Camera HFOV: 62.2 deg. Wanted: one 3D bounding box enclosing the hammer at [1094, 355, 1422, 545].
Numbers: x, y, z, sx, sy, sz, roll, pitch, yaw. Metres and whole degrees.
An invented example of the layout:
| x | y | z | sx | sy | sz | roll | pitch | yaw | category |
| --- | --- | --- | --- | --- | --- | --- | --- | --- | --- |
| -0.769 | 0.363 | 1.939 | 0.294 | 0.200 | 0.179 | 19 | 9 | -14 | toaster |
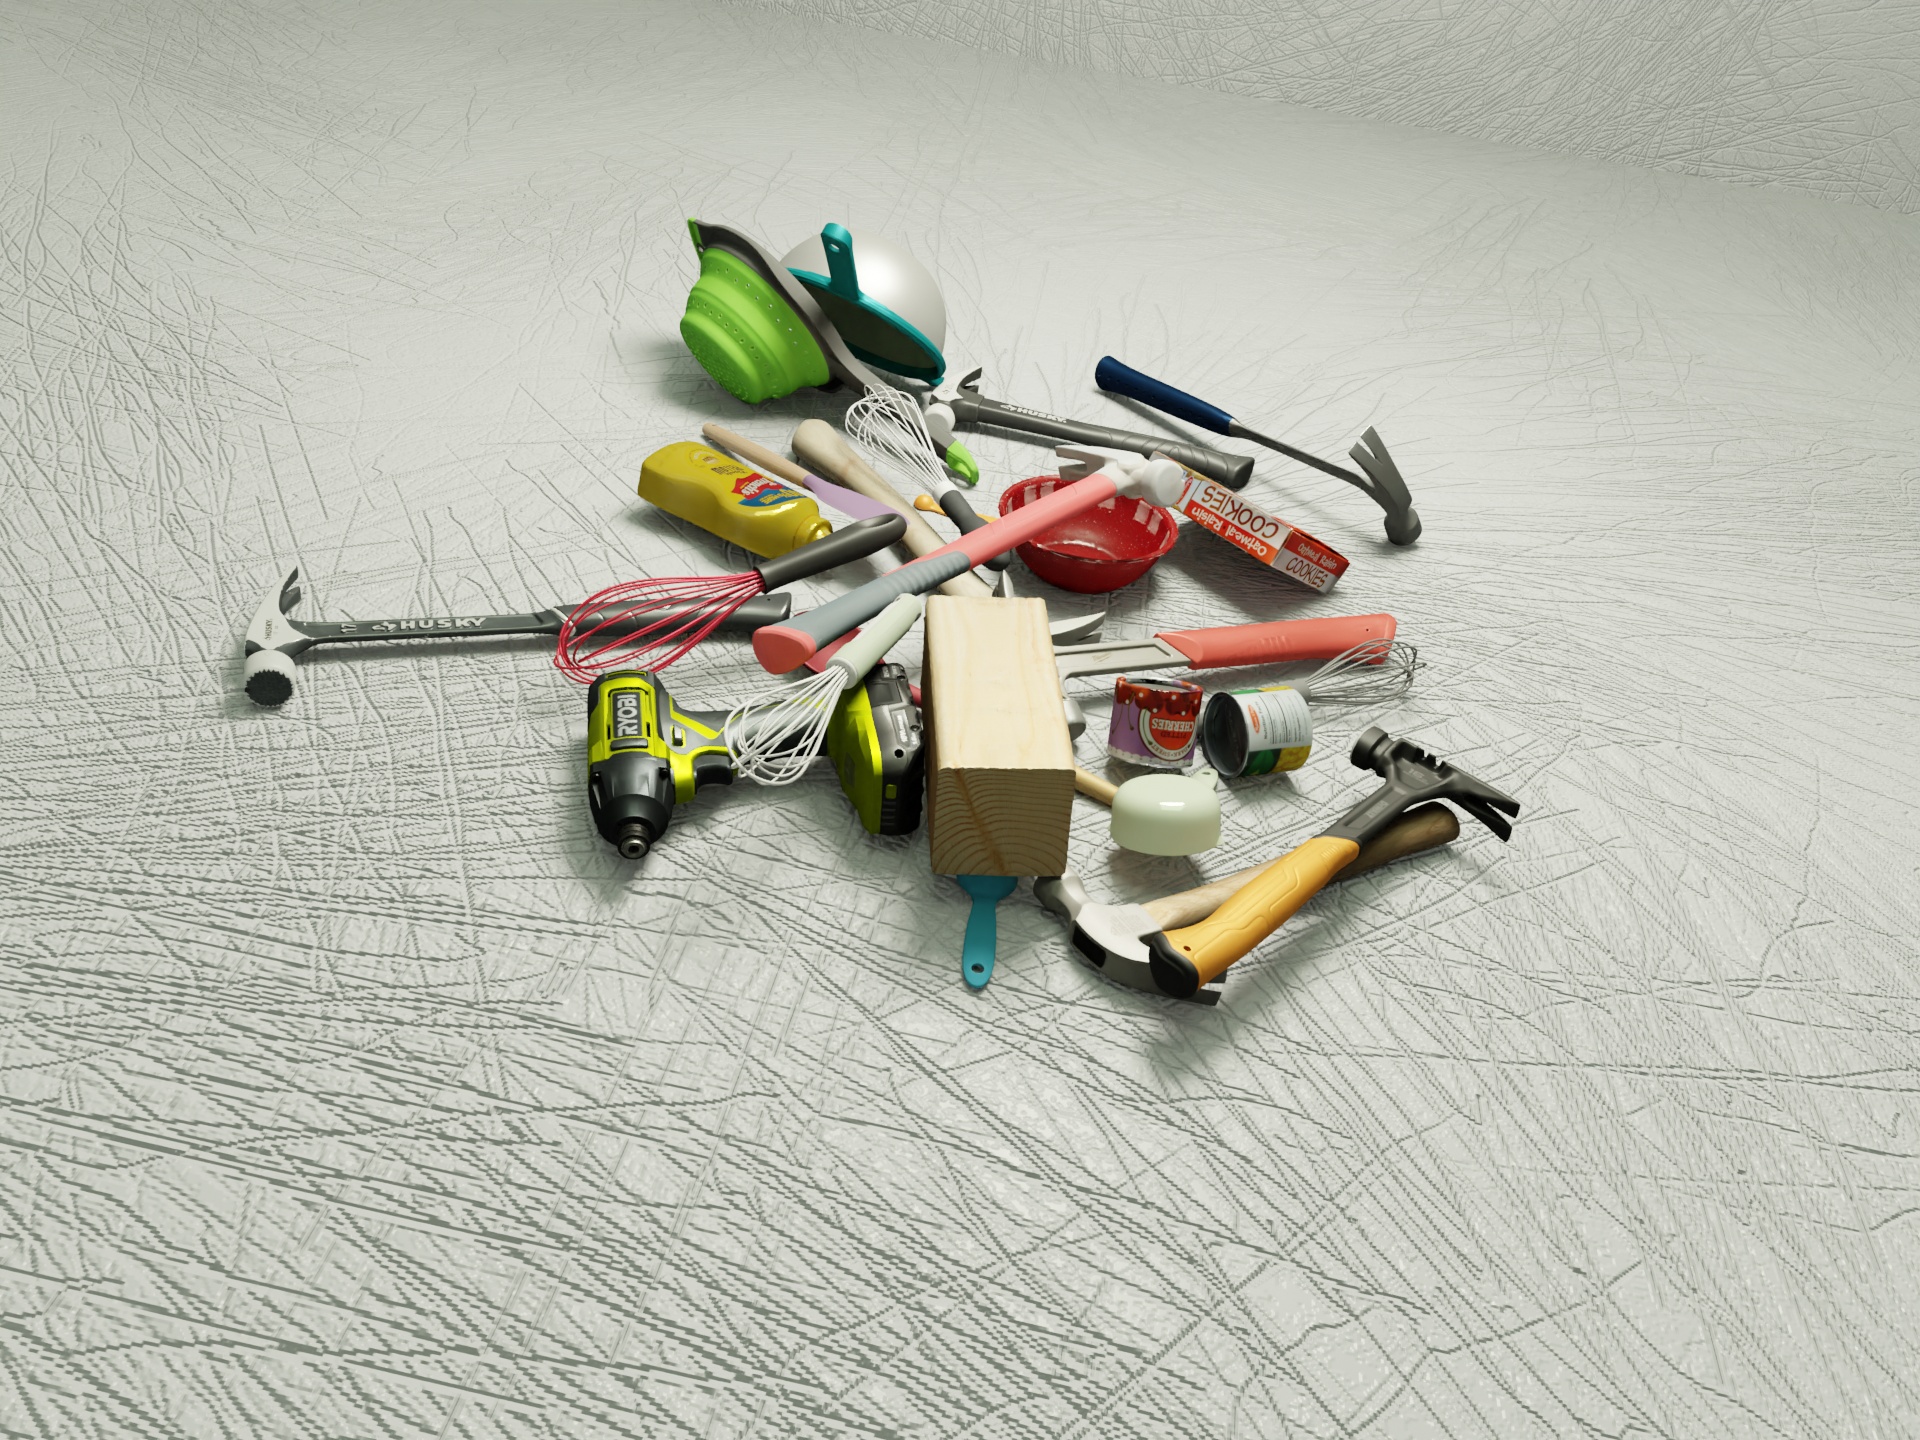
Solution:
| x | y | z | sx | sy | sz | roll | pitch | yaw | category |
| --- | --- | --- | --- | --- | --- | --- | --- | --- | --- |
| 0.287 | -0.299 | 1.621 | 0.035 | 0.143 | 0.406 | -50 | 50 | -7 | hammer |

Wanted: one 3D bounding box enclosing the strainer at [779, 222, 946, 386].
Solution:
| x | y | z | sx | sy | sz | roll | pitch | yaw | category |
| --- | --- | --- | --- | --- | --- | --- | --- | --- | --- |
| -0.094 | -0.445 | 1.563 | 0.211 | 0.095 | 0.340 | 26 | -4 | 3 | strainer |

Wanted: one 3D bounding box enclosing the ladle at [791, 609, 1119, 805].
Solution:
| x | y | z | sx | sy | sz | roll | pitch | yaw | category |
| --- | --- | --- | --- | --- | --- | --- | --- | --- | --- |
| -0.002 | -0.004 | 1.205 | 0.315 | 0.031 | 0.069 | 27 | 42 | 21 | ladle |

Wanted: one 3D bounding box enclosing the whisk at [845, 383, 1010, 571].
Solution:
| x | y | z | sx | sy | sz | roll | pitch | yaw | category |
| --- | --- | --- | --- | --- | --- | --- | --- | --- | --- |
| -0.025 | -0.218 | 1.416 | 0.070 | 0.070 | 0.285 | -11 | 44 | -26 | whisk |

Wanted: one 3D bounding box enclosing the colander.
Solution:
| x | y | z | sx | sy | sz | roll | pitch | yaw | category |
| --- | --- | --- | --- | --- | --- | --- | --- | --- | --- |
| -0.152 | -0.335 | 1.572 | 0.397 | 0.204 | 0.094 | 40 | 78 | 15 | colander |

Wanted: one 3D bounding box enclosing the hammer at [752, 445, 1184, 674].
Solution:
| x | y | z | sx | sy | sz | roll | pitch | yaw | category |
| --- | --- | --- | --- | --- | --- | --- | --- | --- | --- |
| -0.006 | -0.134 | 1.257 | 0.386 | 0.038 | 0.143 | -29 | 31 | -29 | hammer |

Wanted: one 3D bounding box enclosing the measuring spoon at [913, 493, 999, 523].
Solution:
| x | y | z | sx | sy | sz | roll | pitch | yaw | category |
| --- | --- | --- | --- | --- | --- | --- | --- | --- | --- |
| 0.012 | -0.192 | 1.481 | 0.117 | 0.011 | 0.021 | 17 | 36 | 11 | measuring spoon |

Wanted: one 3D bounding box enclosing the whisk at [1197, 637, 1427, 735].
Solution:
| x | y | z | sx | sy | sz | roll | pitch | yaw | category |
| --- | --- | --- | --- | --- | --- | --- | --- | --- | --- |
| 0.275 | -0.022 | 1.276 | 0.239 | 0.055 | 0.055 | -14 | 41 | -23 | whisk |

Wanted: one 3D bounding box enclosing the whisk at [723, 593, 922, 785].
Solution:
| x | y | z | sx | sy | sz | roll | pitch | yaw | category |
| --- | --- | --- | --- | --- | --- | --- | --- | --- | --- |
| -0.085 | -0.029 | 1.071 | 0.059 | 0.057 | 0.246 | 45 | 38 | -4 | whisk |

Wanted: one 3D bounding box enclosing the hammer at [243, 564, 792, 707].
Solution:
| x | y | z | sx | sy | sz | roll | pitch | yaw | category |
| --- | --- | --- | --- | --- | --- | --- | --- | --- | --- |
| -0.329 | -0.077 | 1.228 | 0.408 | 0.036 | 0.149 | -4 | 36 | -19 | hammer |

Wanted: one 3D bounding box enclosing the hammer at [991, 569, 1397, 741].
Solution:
| x | y | z | sx | sy | sz | roll | pitch | yaw | category |
| --- | --- | --- | --- | --- | --- | --- | --- | --- | --- |
| 0.203 | -0.067 | 1.304 | 0.359 | 0.036 | 0.149 | -7 | 59 | -25 | hammer |

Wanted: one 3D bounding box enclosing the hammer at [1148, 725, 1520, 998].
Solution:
| x | y | z | sx | sy | sz | roll | pitch | yaw | category |
| --- | --- | --- | --- | --- | --- | --- | --- | --- | --- |
| 0.242 | 0.099 | 1.056 | 0.127 | 0.034 | 0.337 | 32 | 40 | 31 | hammer |

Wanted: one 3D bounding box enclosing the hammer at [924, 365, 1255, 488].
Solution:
| x | y | z | sx | sy | sz | roll | pitch | yaw | category |
| --- | --- | --- | --- | --- | --- | --- | --- | --- | --- |
| 0.135 | -0.293 | 1.627 | 0.335 | 0.035 | 0.146 | 14 | 33 | 5 | hammer |

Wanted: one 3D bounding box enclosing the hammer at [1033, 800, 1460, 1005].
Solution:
| x | y | z | sx | sy | sz | roll | pitch | yaw | category |
| --- | --- | --- | --- | --- | --- | --- | --- | --- | --- |
| 0.220 | 0.110 | 1.091 | 0.331 | 0.031 | 0.130 | -14 | 41 | -29 | hammer |

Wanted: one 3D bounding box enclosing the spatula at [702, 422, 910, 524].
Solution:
| x | y | z | sx | sy | sz | roll | pitch | yaw | category |
| --- | --- | --- | --- | --- | --- | --- | --- | --- | --- |
| -0.149 | -0.224 | 1.443 | 0.059 | 0.018 | 0.316 | -7 | 27 | -39 | spatula |

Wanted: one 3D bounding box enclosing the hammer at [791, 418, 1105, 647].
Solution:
| x | y | z | sx | sy | sz | roll | pitch | yaw | category |
| --- | --- | --- | --- | --- | --- | --- | --- | --- | --- |
| -0.035 | -0.169 | 1.419 | 0.146 | 0.038 | 0.411 | -11 | 40 | -28 | hammer |

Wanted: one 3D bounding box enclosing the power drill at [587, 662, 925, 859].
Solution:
| x | y | z | sx | sy | sz | roll | pitch | yaw | category |
| --- | --- | --- | --- | --- | --- | --- | --- | --- | --- |
| -0.142 | 0.028 | 1.091 | 0.223 | 0.080 | 0.171 | -4 | 36 | -11 | power drill |

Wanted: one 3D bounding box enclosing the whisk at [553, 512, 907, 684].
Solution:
| x | y | z | sx | sy | sz | roll | pitch | yaw | category |
| --- | --- | --- | --- | --- | --- | --- | --- | --- | --- |
| -0.170 | -0.100 | 1.205 | 0.296 | 0.073 | 0.073 | -25 | 46 | -21 | whisk |

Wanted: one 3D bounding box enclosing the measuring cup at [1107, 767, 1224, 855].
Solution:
| x | y | z | sx | sy | sz | roll | pitch | yaw | category |
| --- | --- | --- | --- | --- | --- | --- | --- | --- | --- |
| 0.158 | 0.049 | 1.131 | 0.083 | 0.038 | 0.167 | 7 | 20 | 21 | measuring cup |

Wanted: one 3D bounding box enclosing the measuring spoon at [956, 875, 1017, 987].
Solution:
| x | y | z | sx | sy | sz | roll | pitch | yaw | category |
| --- | --- | --- | --- | --- | --- | --- | --- | --- | --- |
| 0.016 | 0.123 | 1.035 | 0.042 | 0.021 | 0.129 | 9 | 34 | 0 | measuring spoon |
